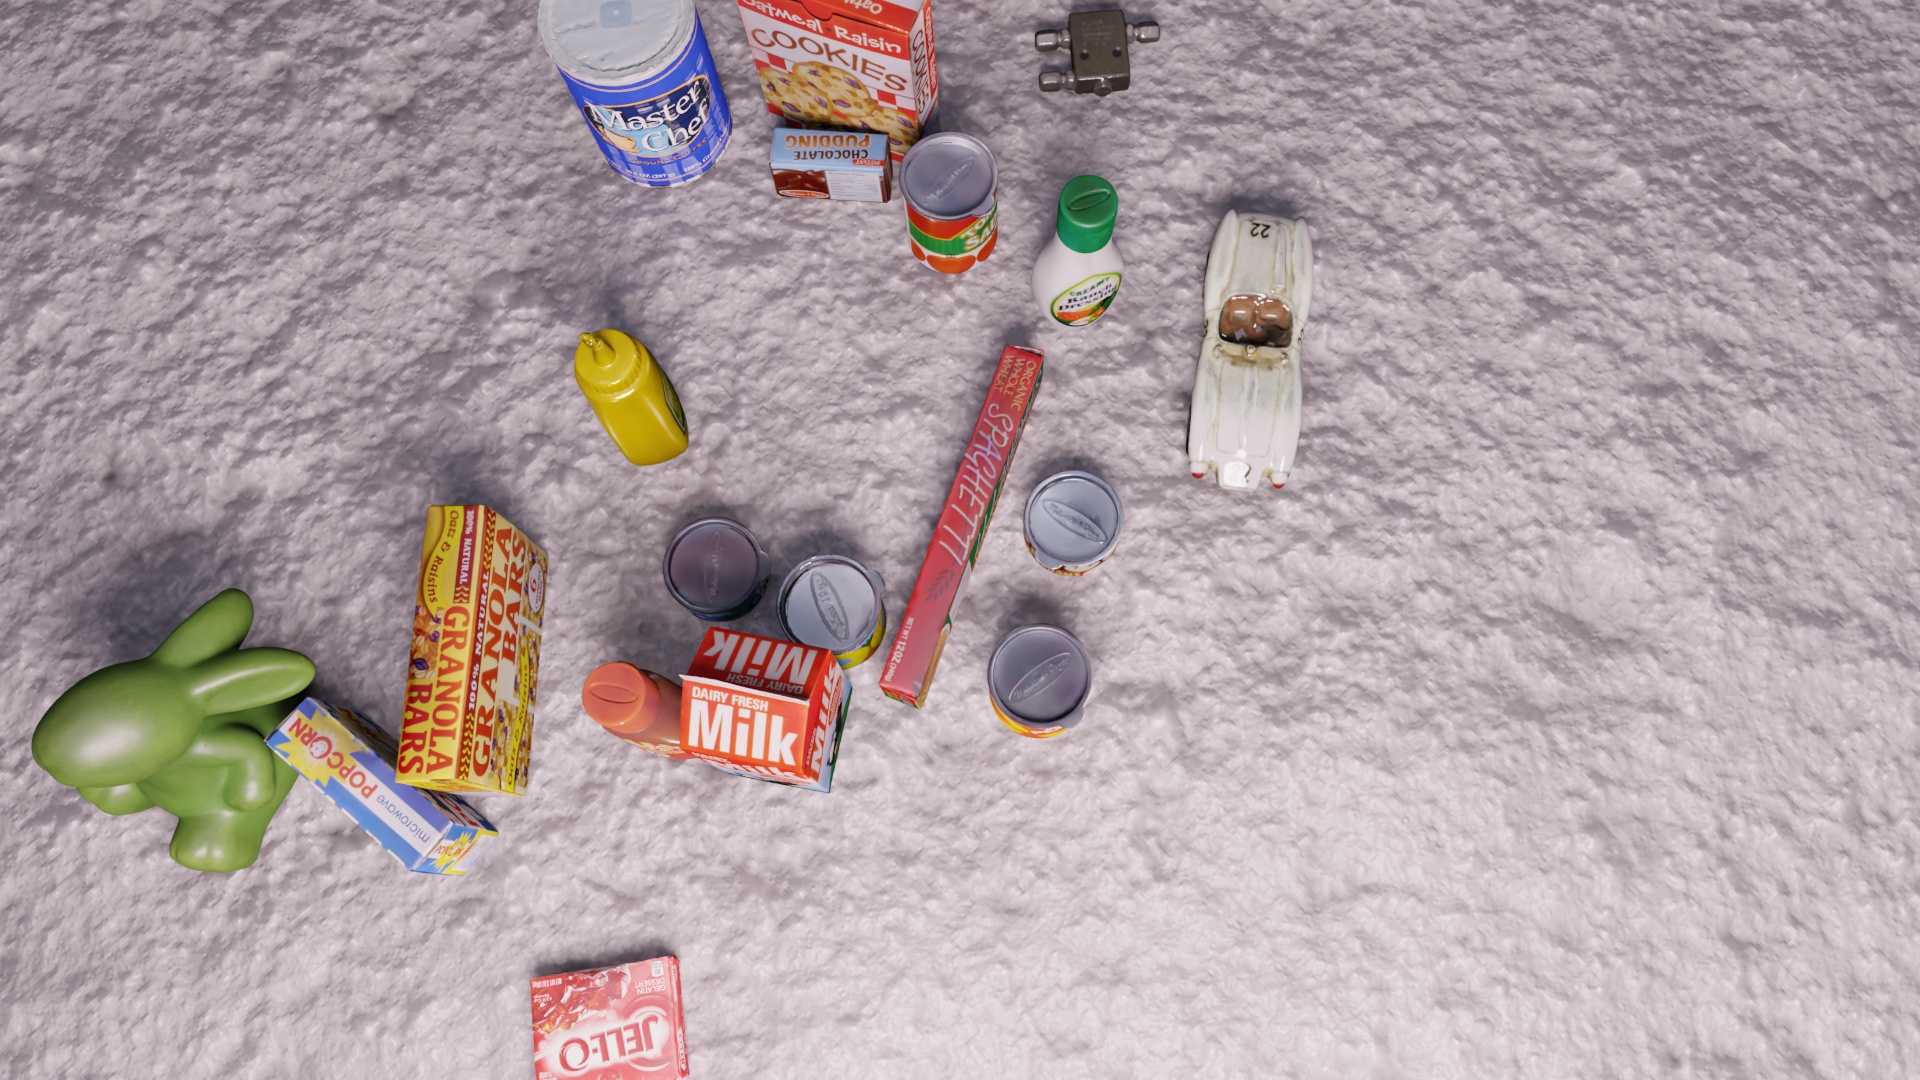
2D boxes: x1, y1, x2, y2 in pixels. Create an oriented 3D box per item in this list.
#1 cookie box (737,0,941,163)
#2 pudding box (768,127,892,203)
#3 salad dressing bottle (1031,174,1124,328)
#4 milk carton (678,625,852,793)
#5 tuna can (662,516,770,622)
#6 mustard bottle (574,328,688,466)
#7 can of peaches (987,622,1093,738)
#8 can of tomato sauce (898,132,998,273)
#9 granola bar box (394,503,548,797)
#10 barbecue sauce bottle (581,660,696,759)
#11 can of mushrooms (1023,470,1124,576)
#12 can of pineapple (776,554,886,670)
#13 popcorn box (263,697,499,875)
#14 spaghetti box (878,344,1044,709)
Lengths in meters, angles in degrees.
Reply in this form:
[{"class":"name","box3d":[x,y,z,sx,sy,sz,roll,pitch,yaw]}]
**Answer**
[{"class":"cookie box","box3d":[-0.080,-0.327,0.948,0.123,0.167,0.040,20,77,7]},{"class":"pudding box","box3d":[-0.092,-0.268,0.993,0.084,0.049,0.030,4,75,2]},{"class":"salad dressing bottle","box3d":[0.079,-0.189,0.916,0.064,0.147,0.044,-21,76,-4]},{"class":"milk carton","box3d":[-0.113,0.101,0.818,0.072,0.190,0.073,10,76,4]},{"class":"tuna can","box3d":[-0.159,0.020,0.923,0.071,0.032,0.071,0,75,1]},{"class":"mustard bottle","box3d":[-0.214,-0.098,0.891,0.049,0.160,0.065,-20,75,-4]},{"class":"can of peaches","box3d":[0.052,0.093,0.885,0.071,0.058,0.071,0,75,1]},{"class":"can of tomato sauce","box3d":[-0.005,-0.231,0.963,0.071,0.083,0.071,0,75,1]},{"class":"granola bar box","box3d":[-0.299,0.072,0.865,0.039,0.124,0.166,0,75,2]},{"class":"barbecue sauce bottle","box3d":[-0.191,0.103,0.841,0.065,0.148,0.044,12,76,5]},{"class":"can of mushrooms","box3d":[0.073,-0.009,0.925,0.071,0.033,0.071,0,75,1]},{"class":"can of pineapple","box3d":[-0.081,0.047,0.901,0.071,0.057,0.071,0,75,1]},{"class":"popcorn box","box3d":[-0.357,0.155,0.864,0.127,0.085,0.038,37,79,10]},{"class":"spaghetti box","box3d":[0.003,-0.012,0.919,0.029,0.050,0.250,19,76,6]}]
